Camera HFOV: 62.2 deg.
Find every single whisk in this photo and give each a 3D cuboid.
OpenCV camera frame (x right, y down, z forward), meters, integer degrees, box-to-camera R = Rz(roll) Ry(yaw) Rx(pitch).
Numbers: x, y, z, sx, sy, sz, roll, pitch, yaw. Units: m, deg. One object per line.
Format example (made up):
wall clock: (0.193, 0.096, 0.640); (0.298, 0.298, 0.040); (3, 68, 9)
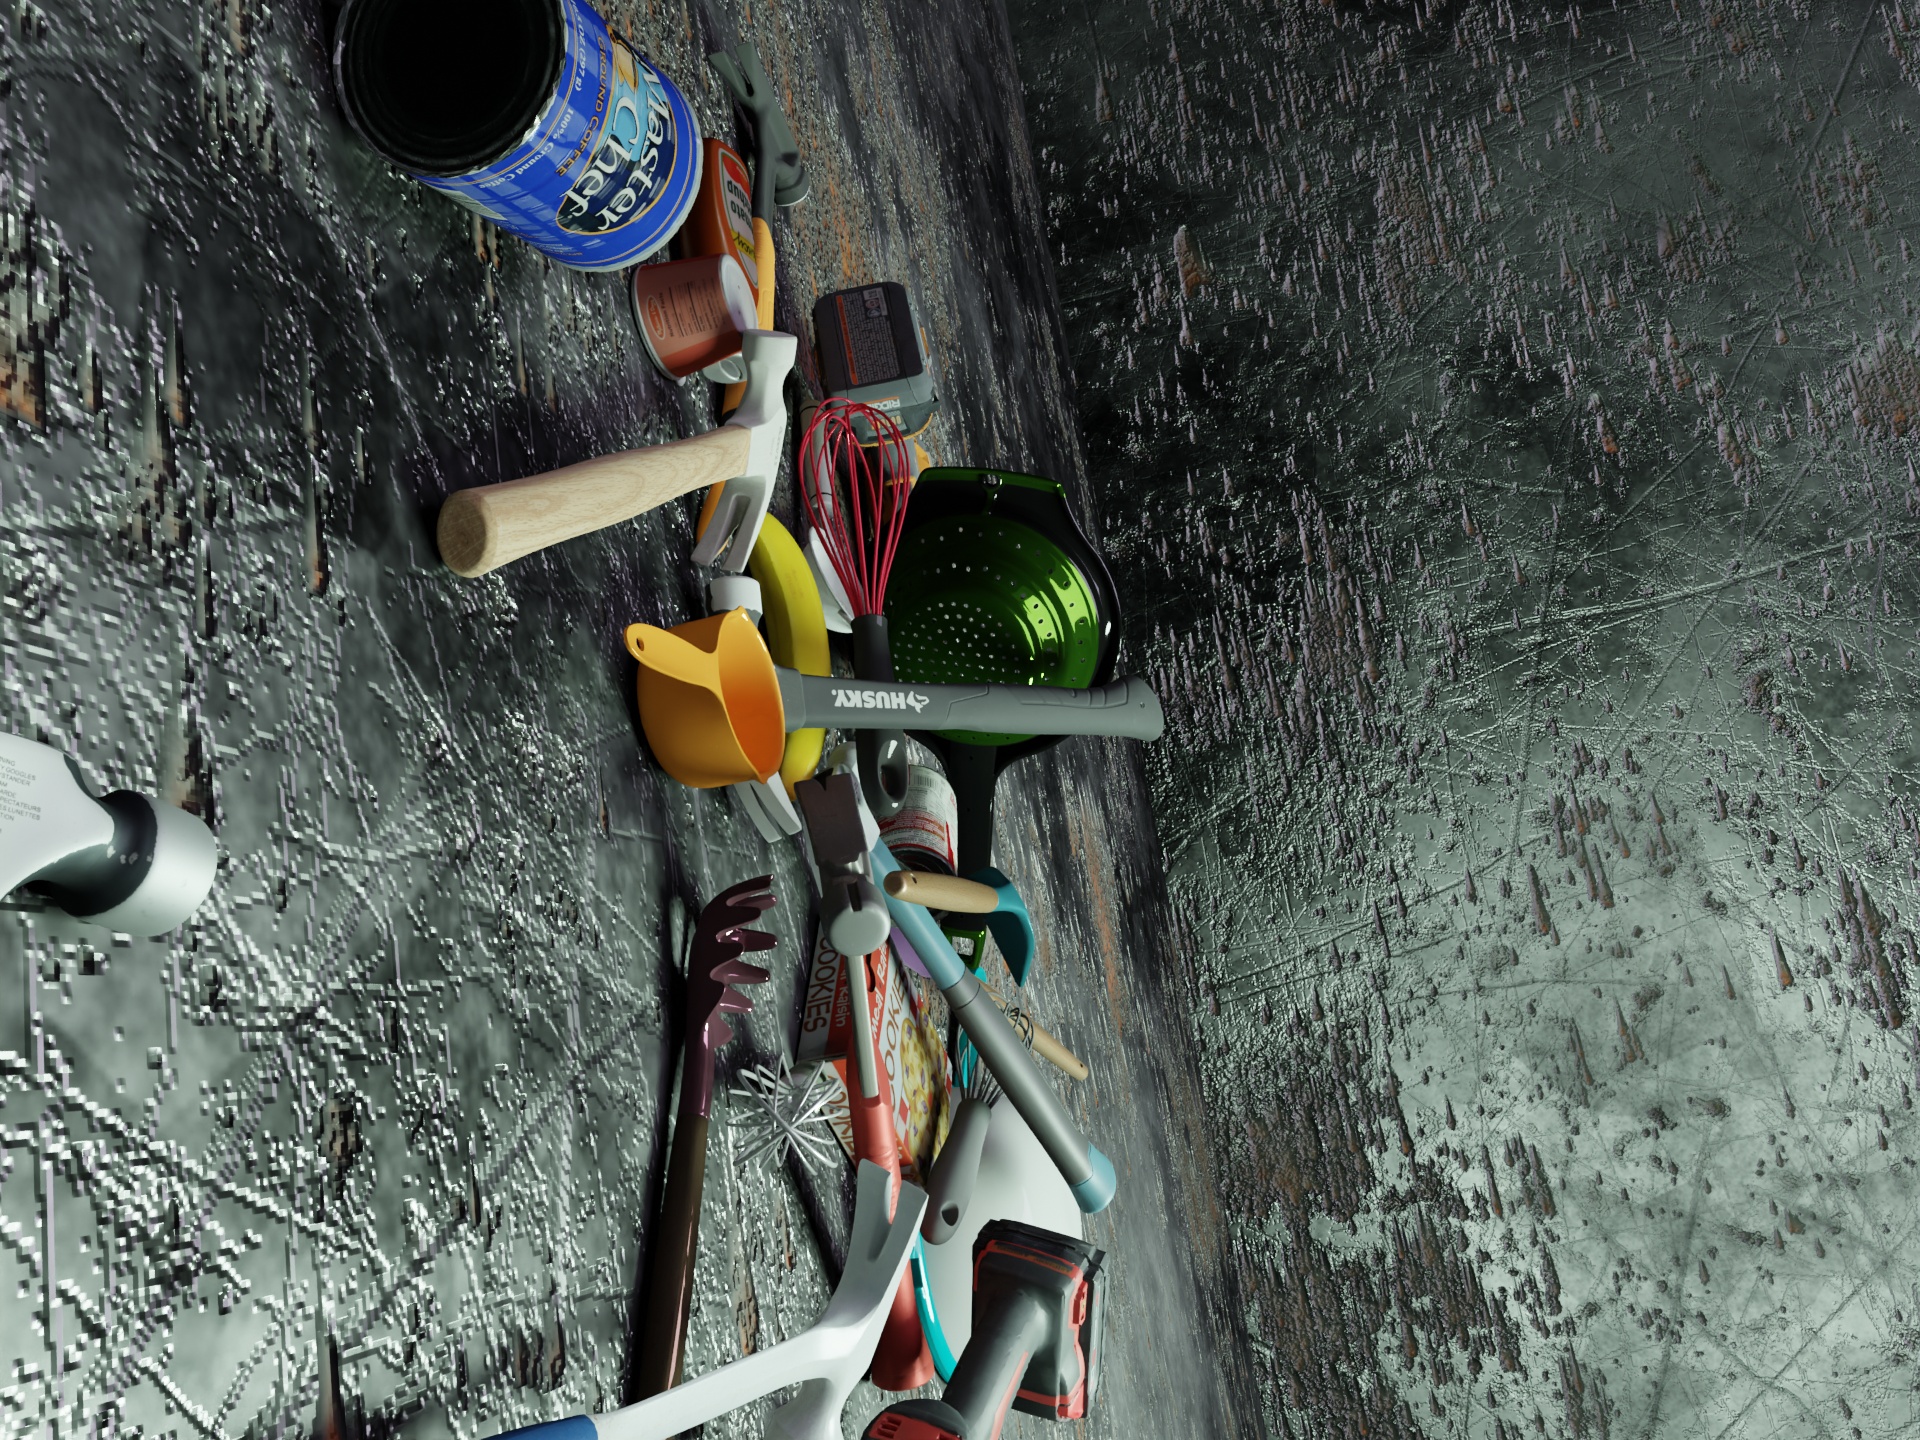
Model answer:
whisk: (-0.059, -0.080, 1.010); (0.073, 0.073, 0.296); (50, 31, -64)
whisk: (-0.079, 0.185, 0.770); (0.059, 0.058, 0.246); (43, -8, 4)
whisk: (0.007, 0.250, 1.020); (0.239, 0.055, 0.055); (-63, 140, -64)

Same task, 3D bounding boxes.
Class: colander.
colander: (0.003, 0.021, 1.151); (0.094, 0.204, 0.397); (-58, 153, -66)

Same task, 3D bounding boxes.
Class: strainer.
strainer: (-0.097, -0.143, 1.117); (0.086, 0.050, 0.259); (49, 25, -49)
strainer: (0.036, 0.308, 1.155); (0.341, 0.095, 0.210); (-84, 159, -50)

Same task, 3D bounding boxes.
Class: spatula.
spatula: (0.000, 0.109, 0.917); (0.082, 0.044, 0.317); (64, 9, 15)
spatula: (0.013, 0.199, 1.174); (0.315, 0.018, 0.060); (45, 27, -41)

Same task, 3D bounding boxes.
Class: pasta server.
pasta server: (-0.116, 0.205, 0.715); (0.060, 0.040, 0.317); (92, -1, -50)

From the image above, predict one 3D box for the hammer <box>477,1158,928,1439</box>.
hammer: (-0.120, 0.234, 0.527); (0.405, 0.035, 0.144); (23, 89, -65)

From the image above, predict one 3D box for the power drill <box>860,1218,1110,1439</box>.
power drill: (0.008, 0.407, 0.873); (0.227, 0.080, 0.187); (-39, 135, -60)

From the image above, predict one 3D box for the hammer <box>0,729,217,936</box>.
hammer: (-0.219, 0.185, 0.290); (0.149, 0.036, 0.409); (51, 30, -62)

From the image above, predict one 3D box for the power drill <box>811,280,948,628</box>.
power drill: (-0.049, -0.191, 1.208); (0.226, 0.084, 0.186); (78, 0, -56)

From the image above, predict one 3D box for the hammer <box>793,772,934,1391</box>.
hammer: (-0.049, 0.212, 0.857); (0.149, 0.036, 0.358); (-115, -162, -64)

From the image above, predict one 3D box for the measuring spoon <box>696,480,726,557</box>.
measuring spoon: (-0.138, -0.140, 0.952); (0.021, 0.011, 0.117); (28, 45, -20)

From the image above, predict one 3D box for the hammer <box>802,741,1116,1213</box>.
hammer: (0.003, 0.170, 0.994); (0.331, 0.033, 0.128); (57, 17, -12)

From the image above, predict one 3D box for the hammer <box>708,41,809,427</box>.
hammer: (-0.142, -0.320, 1.092); (0.127, 0.034, 0.337); (63, 19, -51)

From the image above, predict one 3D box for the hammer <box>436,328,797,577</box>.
hammer: (-0.156, -0.117, 0.784); (0.331, 0.031, 0.130); (-48, 150, -67)

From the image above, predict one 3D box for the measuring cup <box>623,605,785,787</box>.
measuring cup: (-0.142, -0.016, 0.778); (0.173, 0.052, 0.095); (33, 47, -70)

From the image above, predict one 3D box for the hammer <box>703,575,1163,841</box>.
hammer: (-0.002, -0.003, 0.974); (0.334, 0.035, 0.146); (2, 74, -38)
